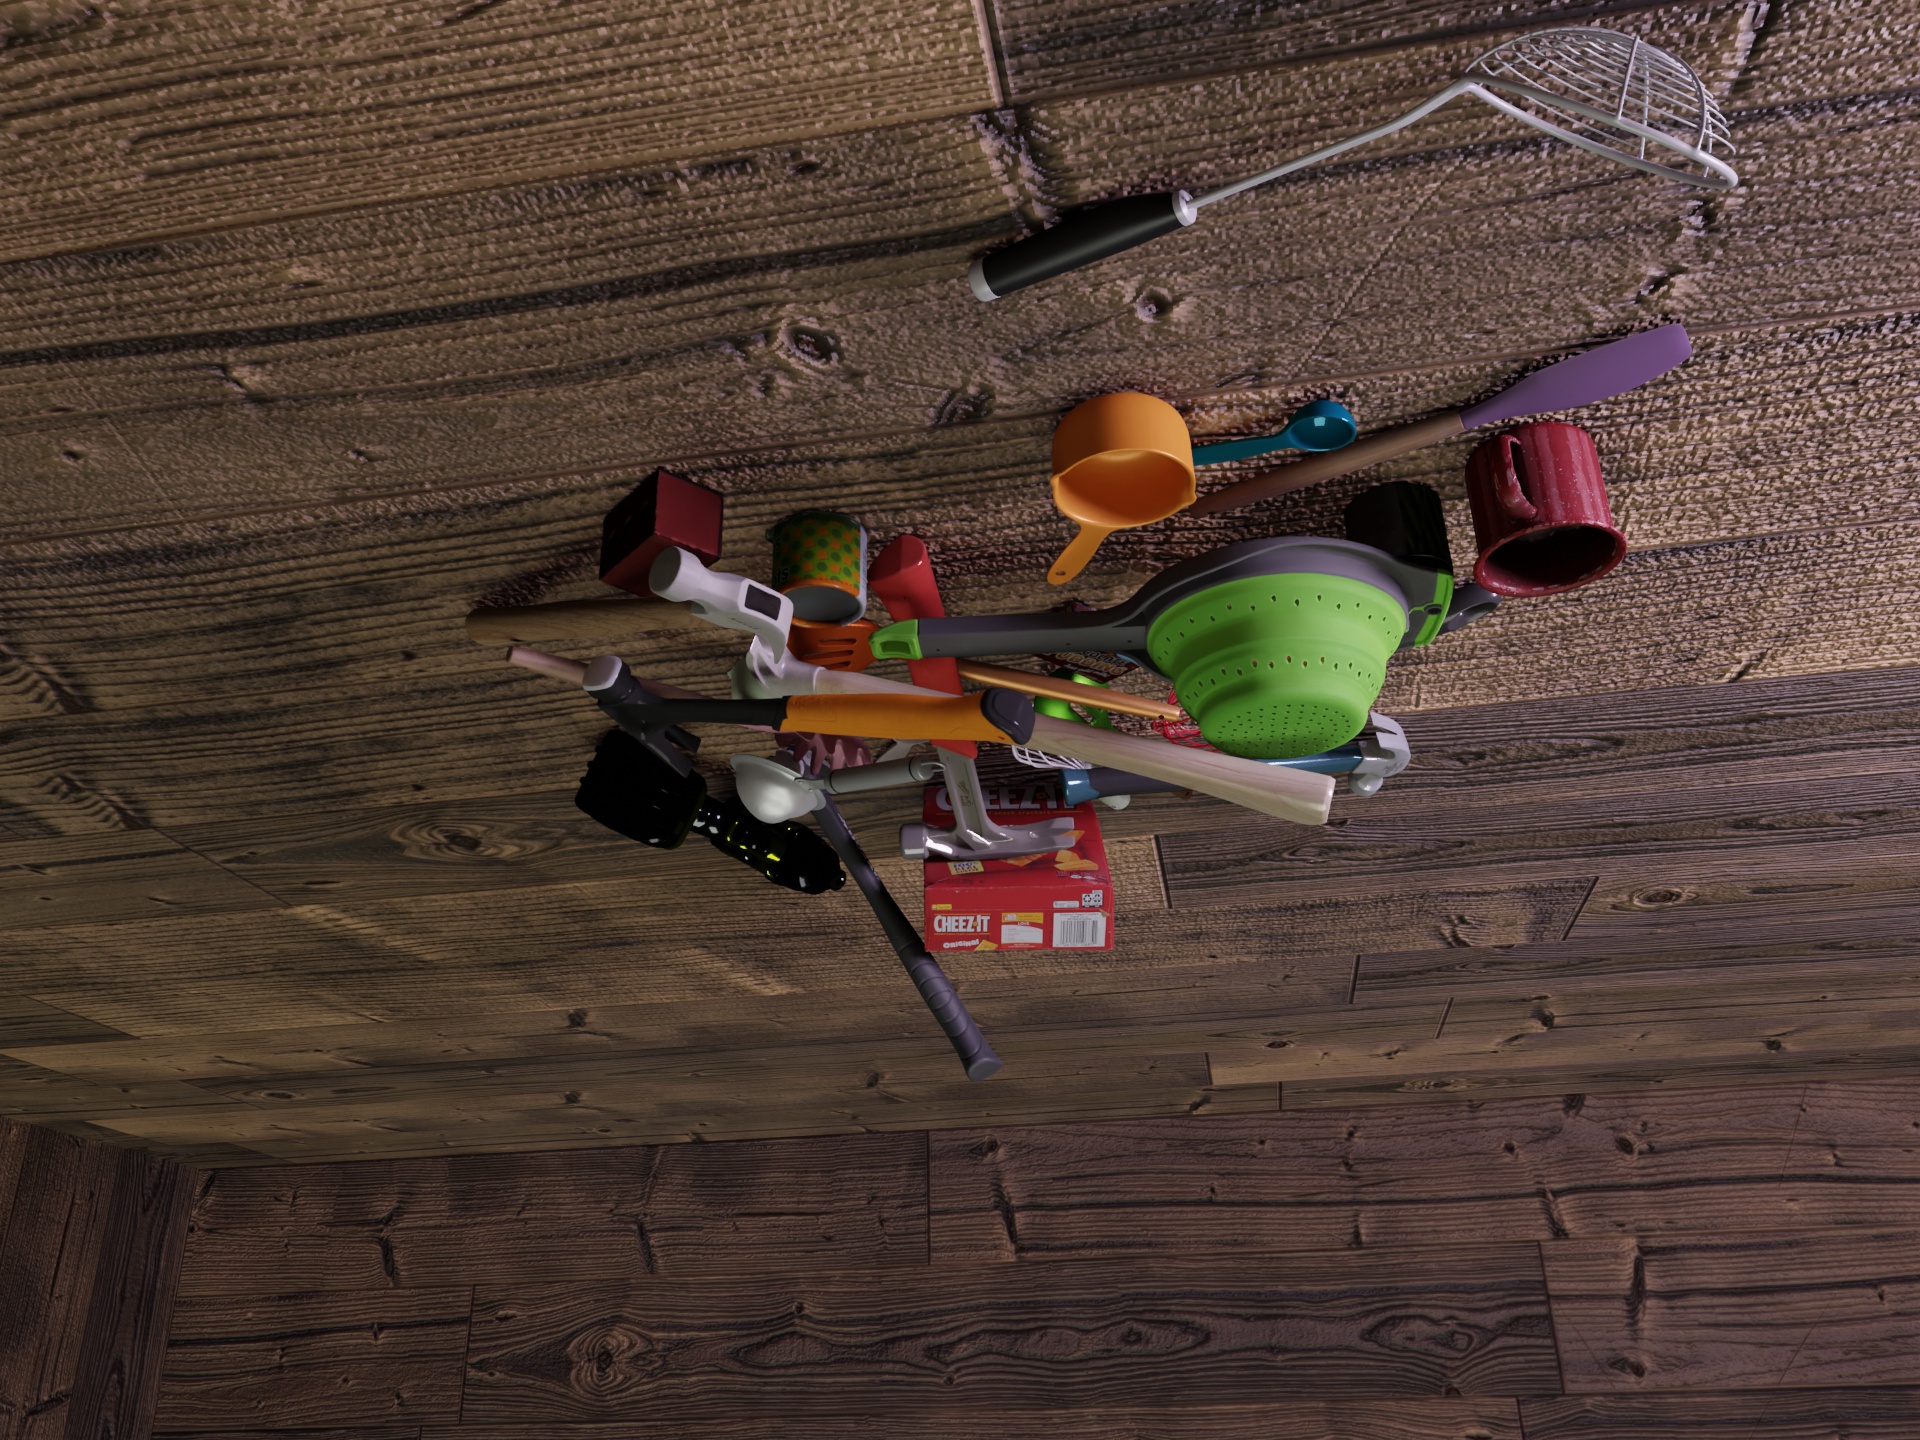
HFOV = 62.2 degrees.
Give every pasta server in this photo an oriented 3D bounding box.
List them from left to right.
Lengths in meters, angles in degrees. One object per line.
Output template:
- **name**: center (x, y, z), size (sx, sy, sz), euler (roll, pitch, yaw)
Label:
- **pasta server**: center (-0.201, -0.004, 1.233), size (0.316, 0.040, 0.060), euler (16, 163, -33)

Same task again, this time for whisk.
- **whisk**: center (0.103, 0.037, 1.428), size (0.058, 0.059, 0.246), euler (29, 176, 32)
- **whisk**: center (0.281, -0.043, 1.250), size (0.296, 0.073, 0.073), euler (-24, 147, 28)

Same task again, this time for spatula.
- **spatula**: center (0.016, -0.030, 1.244), size (0.322, 0.041, 0.081), euler (12, 137, -7)
- **spatula**: center (0.290, -0.180, 0.998), size (0.316, 0.018, 0.059), euler (-16, 155, 27)

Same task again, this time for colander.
- **colander**: center (0.134, -0.031, 1.086), size (0.397, 0.095, 0.204), euler (-2, 155, 6)

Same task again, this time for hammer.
- **hammer**: center (-0.237, -0.070, 1.080), size (0.331, 0.031, 0.130), euler (0, 163, 44)
- **hammer**: center (-0.099, 0.000, 1.096), size (0.337, 0.034, 0.127), euler (1, 150, 31)
- **hammer**: center (-0.063, 0.169, 1.399), size (0.035, 0.335, 0.146), euler (-33, 174, 4)
- **hammer**: center (-0.002, -0.004, 1.232), size (0.149, 0.037, 0.358), euler (-5, 140, 7)
- **hammer**: center (0.051, 0.005, 1.099), size (0.411, 0.038, 0.146), euler (13, 161, 14)
- **hammer**: center (0.243, 0.044, 1.403), size (0.331, 0.033, 0.128), euler (-5, 155, -14)

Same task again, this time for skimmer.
- **skimmer**: center (0.172, -0.242, 0.774), size (0.363, 0.090, 0.127), euler (-13, -176, 28)

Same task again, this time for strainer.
- **strainer**: center (-0.105, 0.050, 1.250), size (0.258, 0.050, 0.086), euler (-11, 139, 44)

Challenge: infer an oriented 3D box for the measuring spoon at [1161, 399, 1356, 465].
- **measuring spoon**: center (0.185, -0.181, 1.001), size (0.128, 0.021, 0.042), euler (-6, 157, 31)

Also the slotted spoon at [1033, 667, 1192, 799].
- **slotted spoon**: center (0.148, 0.023, 1.402), size (0.070, 0.031, 0.313), euler (-50, 147, 4)

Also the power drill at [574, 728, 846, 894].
- **power drill**: center (-0.216, 0.092, 1.424), size (0.171, 0.080, 0.223), euler (21, 174, 44)

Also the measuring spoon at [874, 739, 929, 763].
- **measuring spoon**: center (-0.056, 0.021, 1.421), size (0.034, 0.018, 0.124), euler (7, 161, -17)

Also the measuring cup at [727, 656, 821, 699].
- **measuring cup**: center (-0.145, -0.040, 1.250), size (0.083, 0.038, 0.167), euler (1, 157, -4)

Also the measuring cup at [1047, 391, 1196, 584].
- **measuring cup**: center (0.088, -0.147, 1.021), size (0.095, 0.052, 0.173), euler (6, 156, -15)
